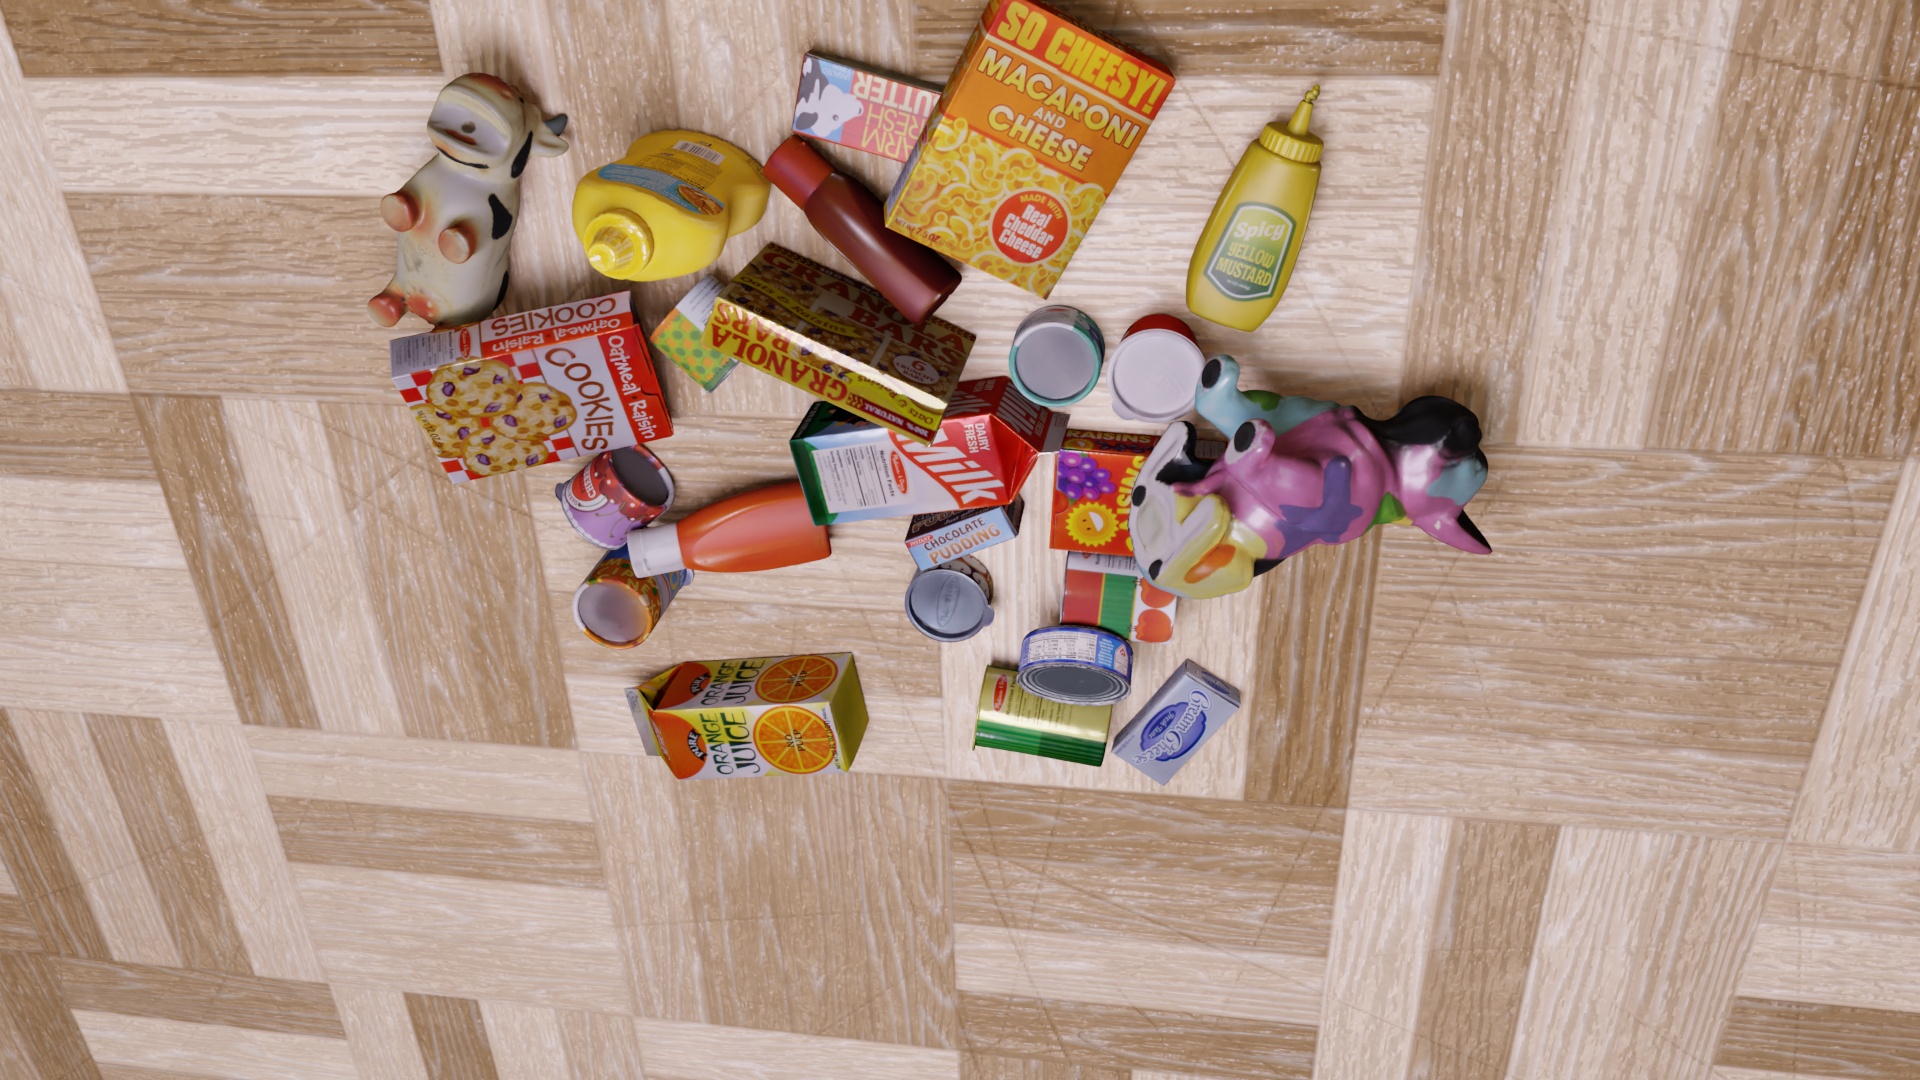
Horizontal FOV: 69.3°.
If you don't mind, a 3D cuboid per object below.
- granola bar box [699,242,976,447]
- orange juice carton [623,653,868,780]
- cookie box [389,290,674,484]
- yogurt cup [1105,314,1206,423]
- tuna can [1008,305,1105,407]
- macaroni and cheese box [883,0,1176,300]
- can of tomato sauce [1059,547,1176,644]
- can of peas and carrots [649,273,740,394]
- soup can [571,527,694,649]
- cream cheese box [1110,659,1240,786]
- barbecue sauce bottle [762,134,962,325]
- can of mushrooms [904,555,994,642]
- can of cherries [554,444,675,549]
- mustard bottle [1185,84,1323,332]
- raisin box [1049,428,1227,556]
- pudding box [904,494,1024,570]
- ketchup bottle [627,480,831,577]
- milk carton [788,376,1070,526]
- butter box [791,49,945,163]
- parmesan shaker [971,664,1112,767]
[{"bbox_3d":[-0.078,-0.137,0.946,0.165,0.125,0.039,24,120,-3],"label":"granola bar box"},{"bbox_3d":[-0.181,0.146,1.148,0.193,0.073,0.071,-4,118,13],"label":"orange juice carton"},{"bbox_3d":[-0.301,-0.107,0.993,0.168,0.040,0.122,-13,146,-6],"label":"cookie box"},{"bbox_3d":[0.136,-0.122,0.956,0.072,0.054,0.072,4,119,8],"label":"yogurt cup"},{"bbox_3d":[0.068,-0.127,0.978,0.071,0.033,0.070,4,118,8],"label":"tuna can"},{"bbox_3d":[0.041,-0.255,0.895,0.124,0.040,0.165,21,120,-19],"label":"macaroni and cheese box"},{"bbox_3d":[0.119,0.043,1.042,0.083,0.071,0.070,6,119,6],"label":"can of tomato sauce"},{"bbox_3d":[-0.181,-0.147,0.994,0.058,0.071,0.070,42,117,-12],"label":"can of peas and carrots"},{"bbox_3d":[-0.257,0.038,1.097,0.071,0.084,0.071,4,119,8],"label":"soup can"},{"bbox_3d":[0.172,0.147,1.113,0.053,0.024,0.103,32,119,-8],"label":"cream cheese box"},{"bbox_3d":[-0.067,-0.212,0.942,0.148,0.065,0.043,42,115,-3],"label":"barbecue sauce bottle"},{"bbox_3d":[-0.006,0.044,1.084,0.071,0.033,0.070,4,118,8],"label":"can of mushrooms"},{"bbox_3d":[-0.265,-0.036,1.066,0.058,0.072,0.071,-35,107,25],"label":"can of cherries"},{"bbox_3d":[0.196,-0.216,0.897,0.065,0.049,0.159,17,120,-1],"label":"mustard bottle"},{"bbox_3d":[0.130,-0.032,1.015,0.123,0.040,0.085,5,120,8],"label":"raisin box"},{"bbox_3d":[0.004,-0.013,1.042,0.083,0.050,0.030,-19,115,20],"label":"pudding box"},{"bbox_3d":[-0.175,-0.003,1.057,0.149,0.044,0.064,-11,122,-6],"label":"ketchup bottle"},{"bbox_3d":[-0.018,-0.067,1.004,0.190,0.073,0.073,-6,117,15],"label":"milk carton"},{"bbox_3d":[-0.057,-0.285,0.920,0.103,0.024,0.052,16,120,1],"label":"butter box"},{"bbox_3d":[0.066,0.142,1.103,0.103,0.072,0.071,10,120,5],"label":"parmesan shaker"}]
